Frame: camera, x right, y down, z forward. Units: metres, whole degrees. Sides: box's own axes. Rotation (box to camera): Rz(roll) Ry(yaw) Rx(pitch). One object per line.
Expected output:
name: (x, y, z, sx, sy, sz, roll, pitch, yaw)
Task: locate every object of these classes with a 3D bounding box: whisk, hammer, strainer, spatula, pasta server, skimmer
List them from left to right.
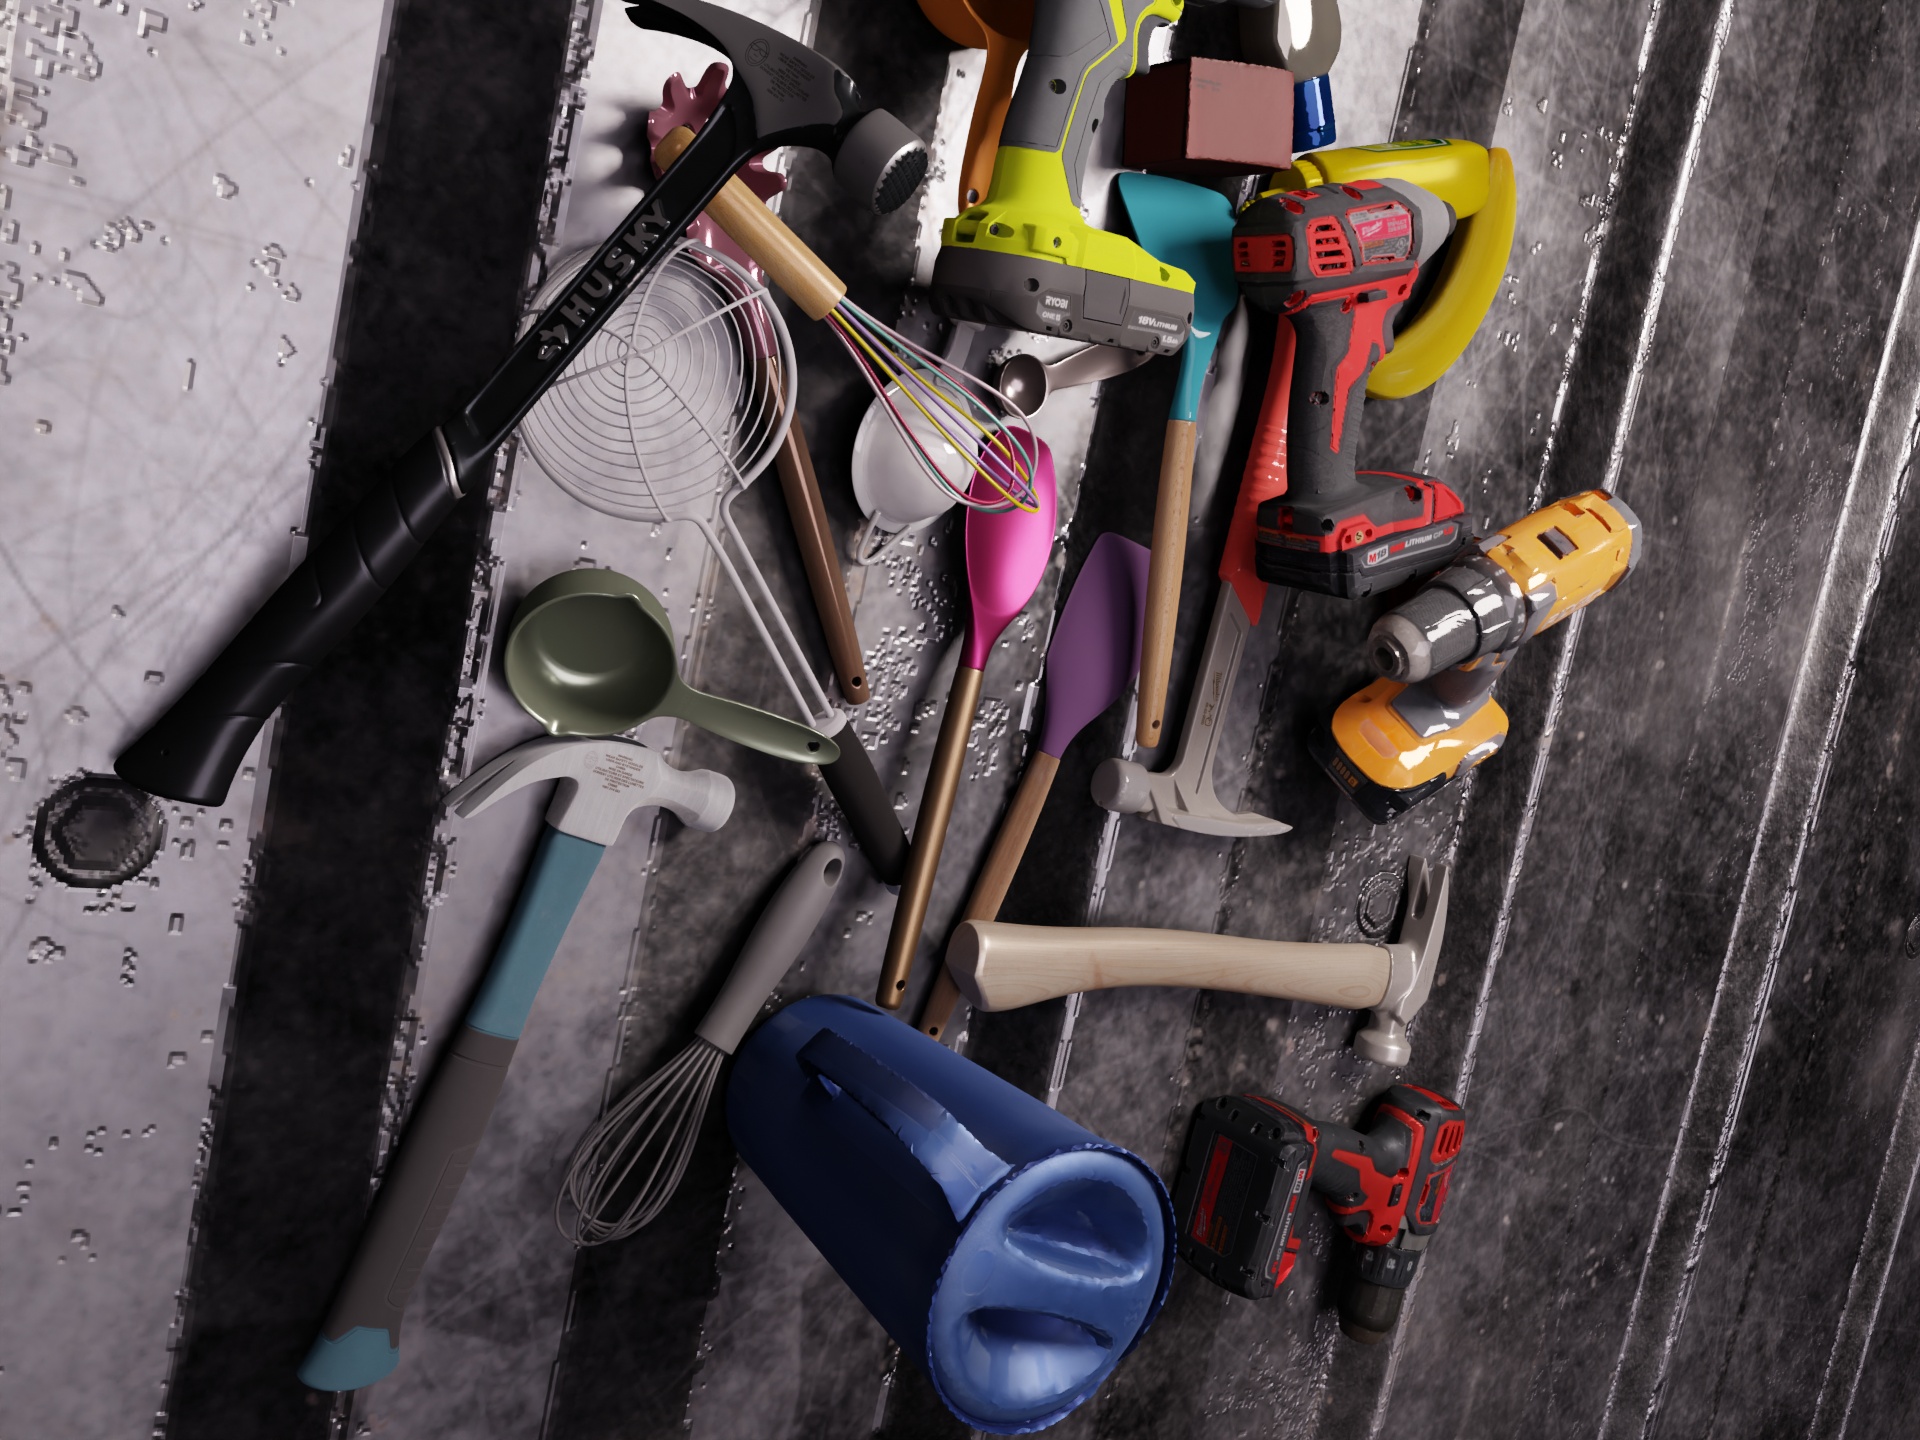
hammer: (-0.200, -0.125, 0.652, 0.149, 0.036, 0.409, 41, 90, 10)
hammer: (-0.226, 0.159, 0.754, 0.128, 0.033, 0.331, 25, 87, -36)
whisk: (-0.129, 0.162, 0.815, 0.055, 0.055, 0.239, 41, 74, -34)
skimmer: (-0.095, -0.058, 0.785, 0.127, 0.090, 0.362, -24, 128, 0)
pasta server: (-0.086, -0.149, 0.769, 0.060, 0.040, 0.316, -19, 114, -13)
whisk: (-0.046, -0.179, 0.739, 0.244, 0.051, 0.047, 41, 54, -26)
strainer: (0.003, -0.200, 0.815, 0.086, 0.050, 0.258, 18, 88, -51)
spatula: (0.042, 0.044, 0.911, 0.059, 0.018, 0.316, 25, 88, -17)
spatula: (0.116, -0.143, 0.896, 0.082, 0.044, 0.317, -1, 101, -33)
hammer: (0.164, 0.143, 0.997, 0.410, 0.038, 0.146, 10, 95, -38)
hammer: (0.184, -0.107, 0.960, 0.149, 0.037, 0.359, 11, 96, -35)

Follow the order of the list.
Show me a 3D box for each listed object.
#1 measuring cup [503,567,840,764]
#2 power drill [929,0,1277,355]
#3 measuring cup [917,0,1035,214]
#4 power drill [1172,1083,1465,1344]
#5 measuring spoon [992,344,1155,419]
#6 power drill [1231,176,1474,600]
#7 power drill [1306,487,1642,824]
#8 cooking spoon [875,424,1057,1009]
measuring cup: (-0.132, -0.019, 0.748, 0.167, 0.038, 0.083, 22, 116, -27)
power drill: (0.076, -0.298, 0.761, 0.190, 0.080, 0.228, -1, 107, -40)
measuring cup: (0.008, -0.332, 0.779, 0.095, 0.052, 0.173, 3, 104, -36)
power drill: (0.249, 0.344, 1.094, 0.226, 0.080, 0.188, 11, 96, -38)
measuring spoon: (0.063, -0.194, 0.874, 0.124, 0.018, 0.034, -25, 117, -34)
power drill: (0.226, -0.190, 0.894, 0.143, 0.079, 0.219, -19, 113, -29)
power drill: (0.285, -0.027, 0.946, 0.185, 0.084, 0.226, -27, 156, -26)
cooking spoon: (-0.001, -0.003, 0.851, 0.068, 0.017, 0.319, 19, 83, -43)
